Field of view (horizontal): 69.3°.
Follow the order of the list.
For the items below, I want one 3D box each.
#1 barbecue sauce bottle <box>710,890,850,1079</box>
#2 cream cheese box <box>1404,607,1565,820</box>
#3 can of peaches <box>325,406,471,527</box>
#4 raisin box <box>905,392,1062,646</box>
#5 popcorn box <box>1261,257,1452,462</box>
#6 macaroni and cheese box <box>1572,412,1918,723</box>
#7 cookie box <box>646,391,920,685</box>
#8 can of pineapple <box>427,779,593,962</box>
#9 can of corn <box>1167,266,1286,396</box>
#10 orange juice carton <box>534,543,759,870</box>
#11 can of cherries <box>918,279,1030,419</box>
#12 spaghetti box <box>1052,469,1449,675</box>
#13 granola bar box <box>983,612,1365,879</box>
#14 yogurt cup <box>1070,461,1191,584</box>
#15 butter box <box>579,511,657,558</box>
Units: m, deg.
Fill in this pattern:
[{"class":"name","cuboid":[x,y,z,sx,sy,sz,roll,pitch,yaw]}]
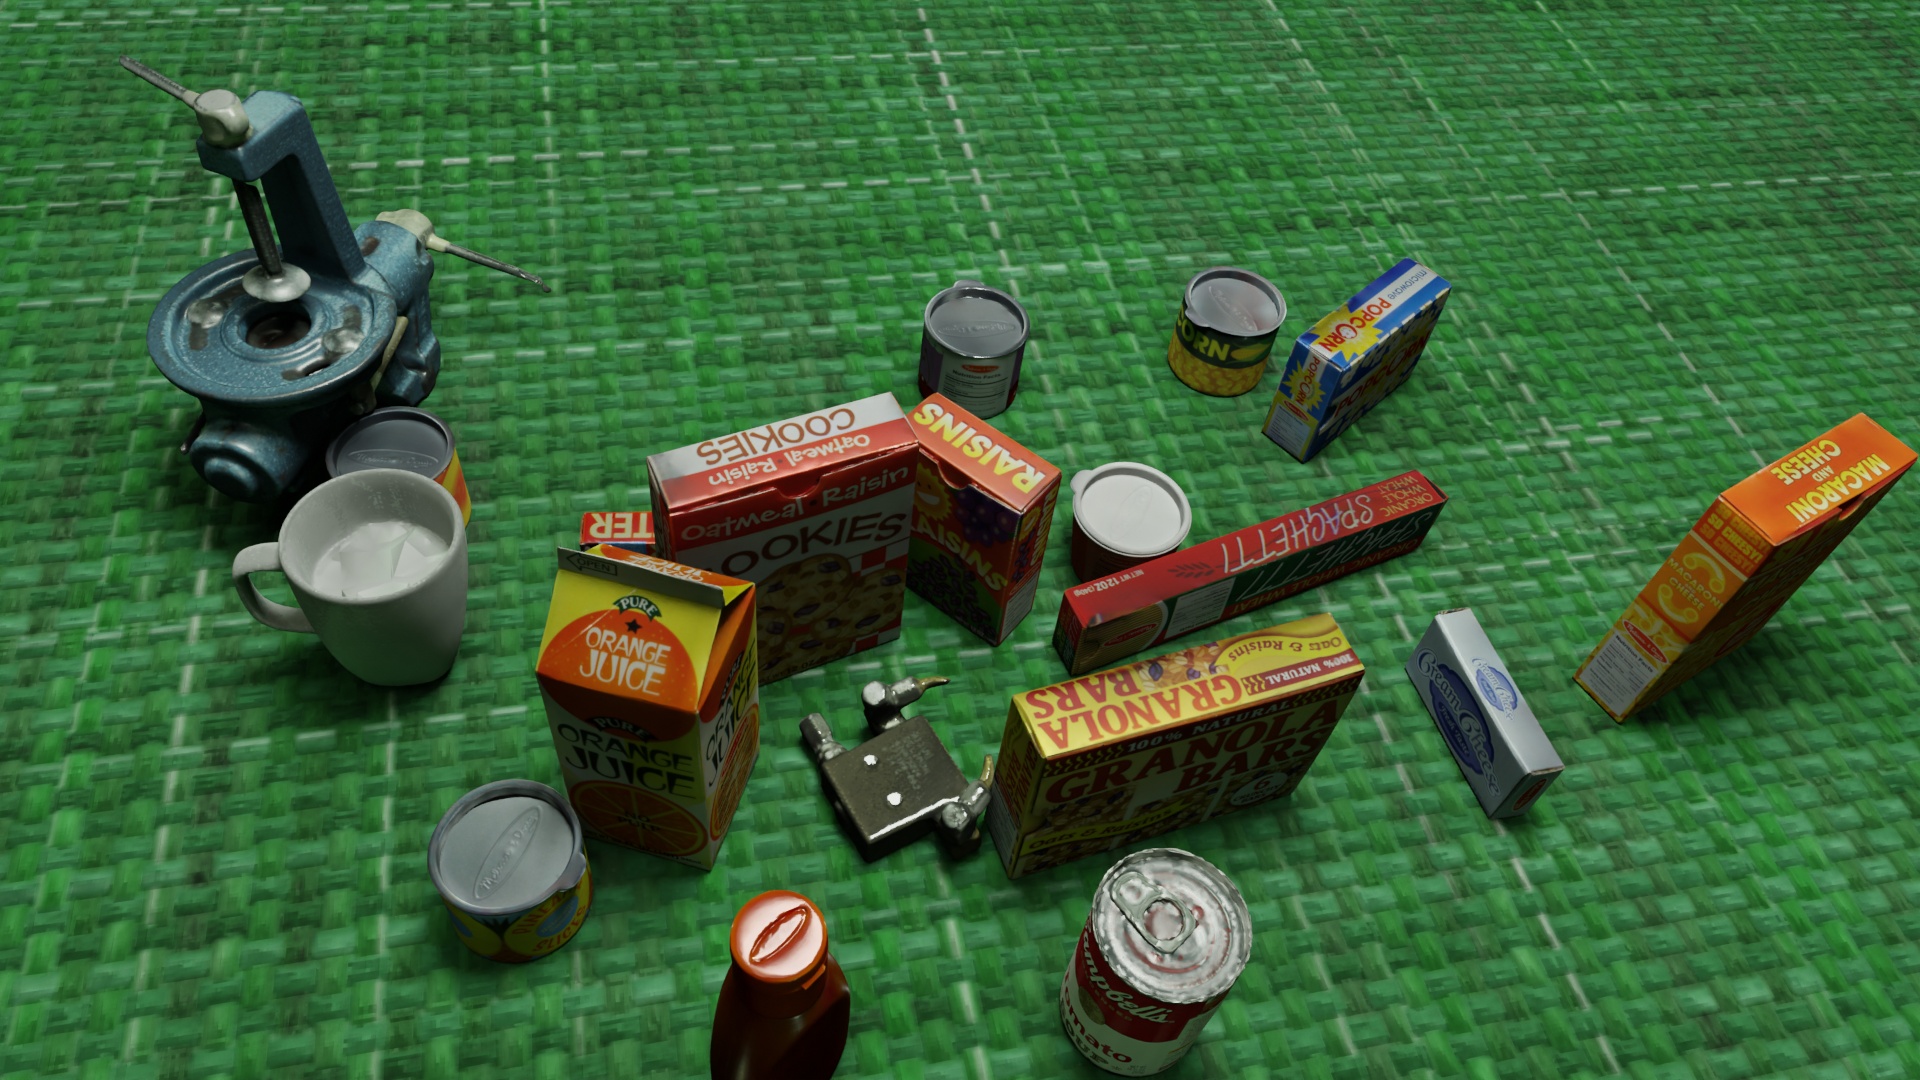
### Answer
[{"class":"barbecue sauce bottle","cuboid":[-0.073,0.191,0.569,0.044,0.147,0.065,38,57,21]},{"class":"cream cheese box","cuboid":[0.281,0.093,0.751,0.024,0.053,0.104,-9,53,-14]},{"class":"can of peaches","cuboid":[-0.312,-0.030,0.772,0.071,0.057,0.071,3,51,-4]},{"class":"raisin box","cuboid":[0.003,-0.009,0.754,0.086,0.122,0.040,35,56,19]},{"class":"popcorn box","cuboid":[0.256,-0.117,0.895,0.127,0.084,0.038,-36,64,-29]},{"class":"macaroni and cheese box","cuboid":[0.423,0.019,0.756,0.124,0.165,0.040,-24,58,-23]},{"class":"cookie box","cuboid":[-0.087,0.009,0.700,0.123,0.166,0.040,-18,56,-20]},{"class":"can of pineapple","cuboid":[-0.204,0.154,0.640,0.071,0.057,0.071,3,51,-4]},{"class":"can of corn","cuboid":[0.173,-0.137,0.918,0.071,0.058,0.071,3,51,-4]},{"class":"orange juice carton","cuboid":[-0.137,0.069,0.630,0.072,0.191,0.073,14,52,4]},{"class":"can of cherries","cuboid":[0.008,-0.121,0.885,0.071,0.058,0.072,3,51,-4]},{"class":"spaghetti box","cuboid":[0.169,0.016,0.801,0.251,0.049,0.029,-18,56,-20]},{"class":"granola bar box","cuboid":[0.101,0.102,0.677,0.166,0.123,0.039,-13,55,-17]},{"class":"yogurt cup","cuboid":[0.095,-0.003,0.805,0.072,0.053,0.073,3,51,-4]},{"class":"butter box","cuboid":[-0.154,0.008,0.765,0.103,0.052,0.024,-1,52,-8]}]
